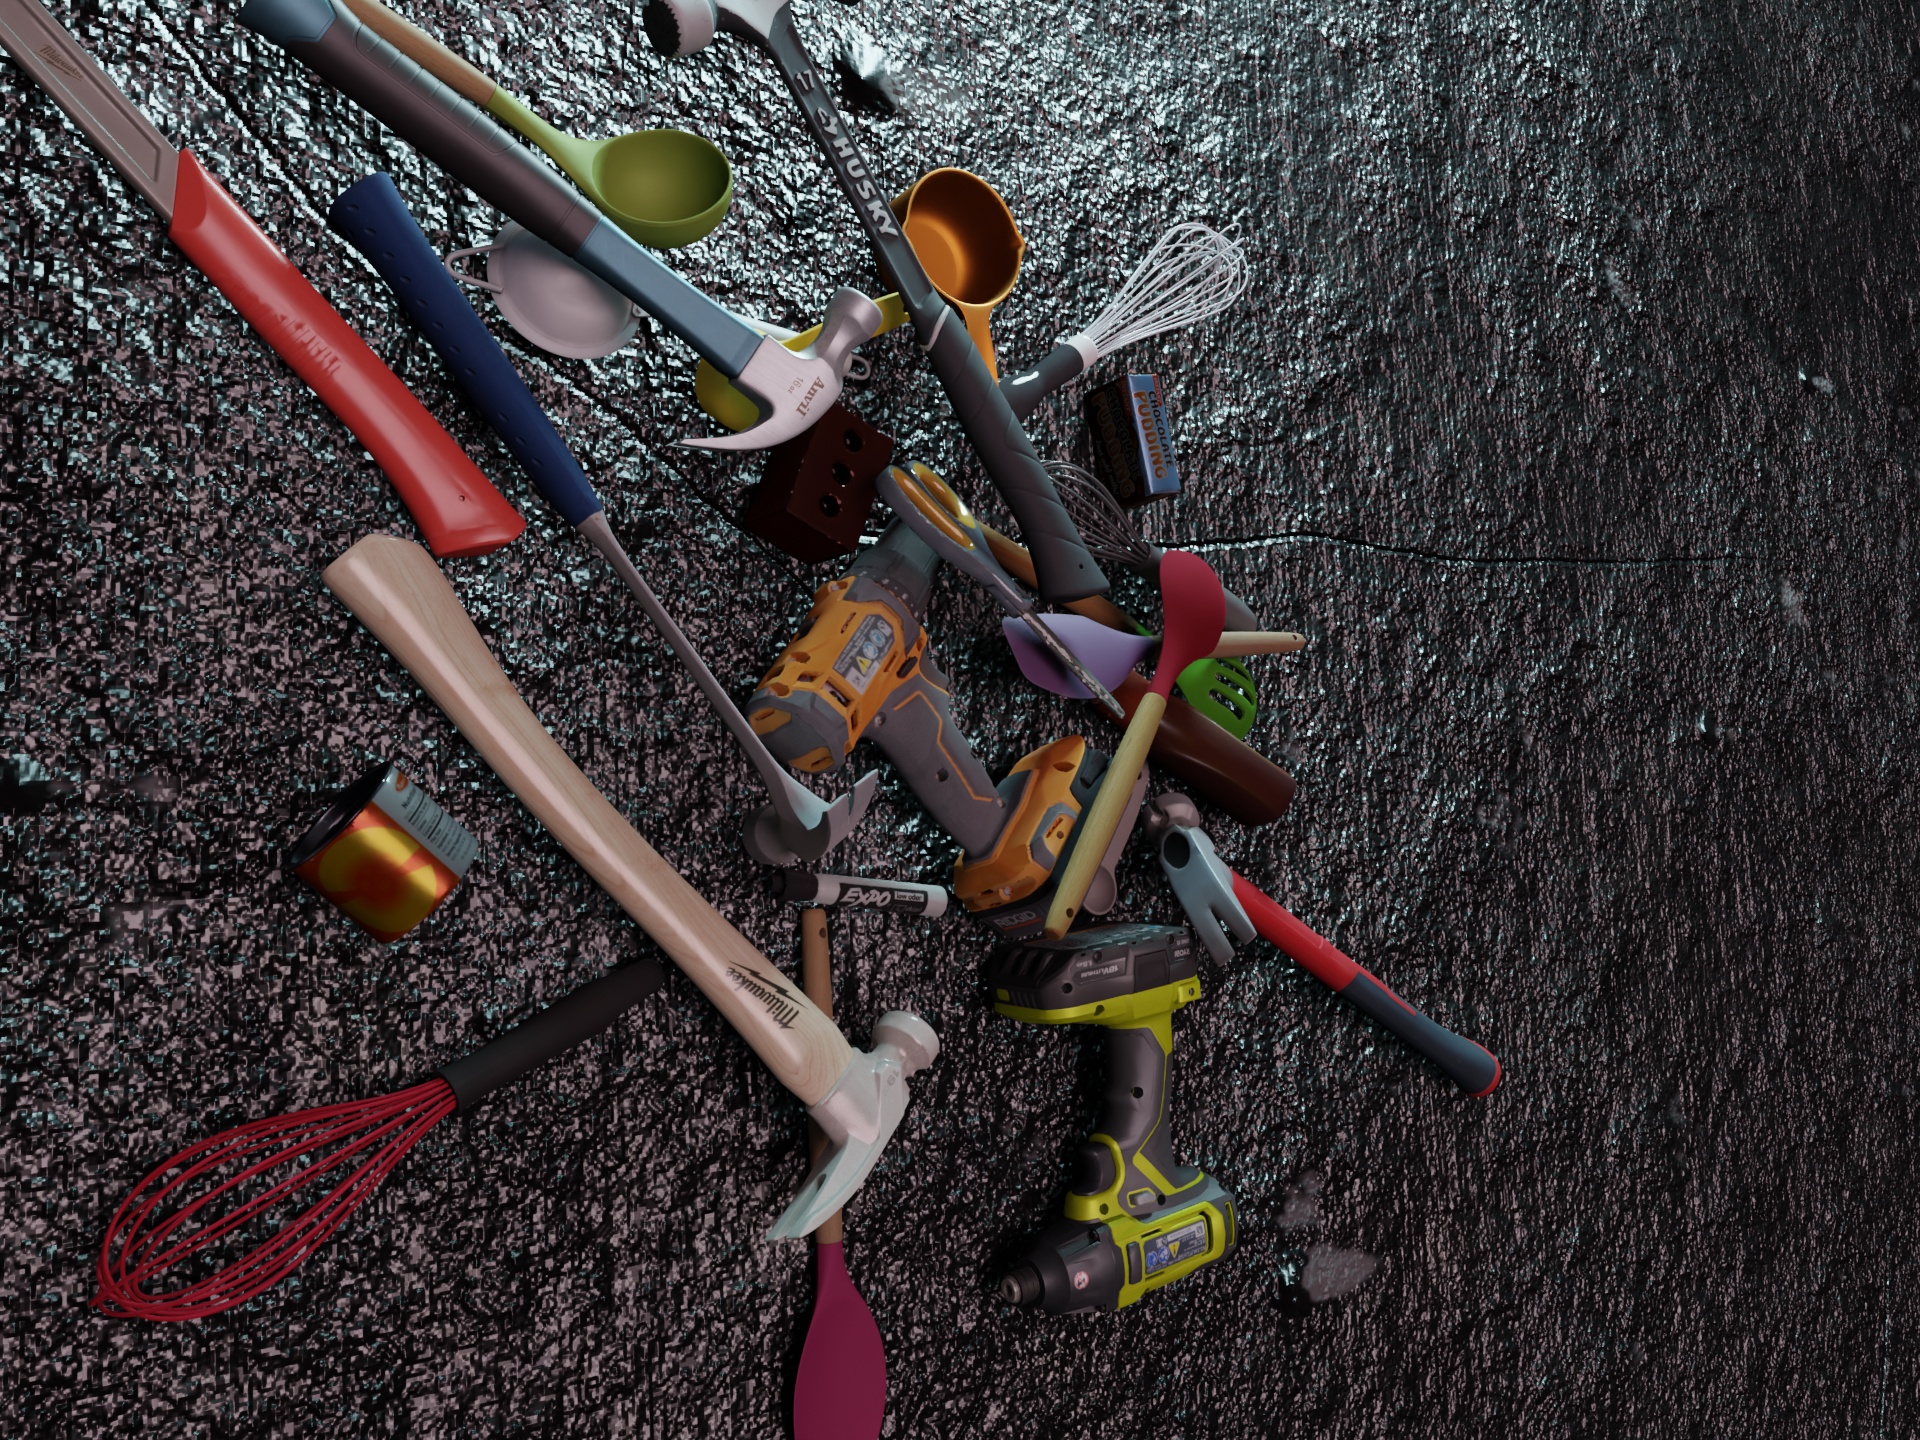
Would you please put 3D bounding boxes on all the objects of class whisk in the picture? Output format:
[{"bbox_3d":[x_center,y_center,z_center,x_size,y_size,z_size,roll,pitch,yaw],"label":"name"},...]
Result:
[{"bbox_3d":[-0.259,0.185,0.748,0.296,0.073,0.073,-28,101,-40],"label":"whisk"},{"bbox_3d":[0.124,-0.111,1.074,0.238,0.055,0.055,27,69,-35],"label":"whisk"},{"bbox_3d":[0.100,-0.261,1.074,0.284,0.070,0.070,-40,107,-28],"label":"whisk"}]

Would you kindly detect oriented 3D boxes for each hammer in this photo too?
[{"bbox_3d":[-0.175,0.080,0.808,0.410,0.038,0.146,50,46,-14],"label":"hammer"},{"bbox_3d":[0.274,0.188,1.110,0.038,0.143,0.386,-44,123,16],"label":"hammer"},{"bbox_3d":[-0.336,-0.225,0.756,0.358,0.037,0.149,50,59,-20],"label":"hammer"},{"bbox_3d":[-0.021,-0.248,0.924,0.149,0.036,0.409,-36,101,-34],"label":"hammer"},{"bbox_3d":[-0.181,-0.096,0.811,0.035,0.144,0.405,-39,100,-27],"label":"hammer"},{"bbox_3d":[-0.199,-0.254,0.802,0.330,0.033,0.128,35,81,-24],"label":"hammer"}]

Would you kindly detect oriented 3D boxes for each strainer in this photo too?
[{"bbox_3d":[-0.154,-0.229,0.890,0.258,0.050,0.087,8,71,-39],"label":"strainer"}]

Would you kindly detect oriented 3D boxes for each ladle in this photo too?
[{"bbox_3d":[0.108,0.006,0.963,0.069,0.031,0.316,48,49,-25],"label":"ladle"},{"bbox_3d":[-0.256,-0.339,0.802,0.319,0.062,0.078,27,50,-35],"label":"ladle"}]

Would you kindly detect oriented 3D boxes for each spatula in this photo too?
[{"bbox_3d":[0.139,-0.046,1.046,0.315,0.018,0.060,-6,66,-47],"label":"spatula"}]

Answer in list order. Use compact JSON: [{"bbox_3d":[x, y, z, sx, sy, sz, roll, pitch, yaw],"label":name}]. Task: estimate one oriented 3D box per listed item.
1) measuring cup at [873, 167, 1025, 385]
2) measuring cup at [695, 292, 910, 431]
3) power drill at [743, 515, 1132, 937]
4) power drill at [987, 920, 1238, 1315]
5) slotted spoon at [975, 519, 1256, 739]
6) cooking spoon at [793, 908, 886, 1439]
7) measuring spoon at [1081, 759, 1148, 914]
[{"bbox_3d":[-0.006,-0.251,0.994,0.095,0.052,0.173,-8,91,-37],"label":"measuring cup"},{"bbox_3d":[-0.078,-0.212,0.916,0.156,0.029,0.062,-29,136,-21],"label":"measuring cup"},{"bbox_3d":[-0.002,-0.003,0.948,0.226,0.084,0.185,42,53,-19],"label":"power drill"},{"bbox_3d":[0.088,0.245,0.983,0.171,0.080,0.223,-6,91,-37],"label":"power drill"},{"bbox_3d":[0.094,-0.069,1.058,0.313,0.031,0.070,29,61,-28],"label":"slotted spoon"},{"bbox_3d":[-0.075,0.266,0.894,0.068,0.017,0.319,2,83,-46],"label":"cooking spoon"},{"bbox_3d":[0.099,0.074,1.054,0.034,0.018,0.124,41,56,-26],"label":"measuring spoon"}]
